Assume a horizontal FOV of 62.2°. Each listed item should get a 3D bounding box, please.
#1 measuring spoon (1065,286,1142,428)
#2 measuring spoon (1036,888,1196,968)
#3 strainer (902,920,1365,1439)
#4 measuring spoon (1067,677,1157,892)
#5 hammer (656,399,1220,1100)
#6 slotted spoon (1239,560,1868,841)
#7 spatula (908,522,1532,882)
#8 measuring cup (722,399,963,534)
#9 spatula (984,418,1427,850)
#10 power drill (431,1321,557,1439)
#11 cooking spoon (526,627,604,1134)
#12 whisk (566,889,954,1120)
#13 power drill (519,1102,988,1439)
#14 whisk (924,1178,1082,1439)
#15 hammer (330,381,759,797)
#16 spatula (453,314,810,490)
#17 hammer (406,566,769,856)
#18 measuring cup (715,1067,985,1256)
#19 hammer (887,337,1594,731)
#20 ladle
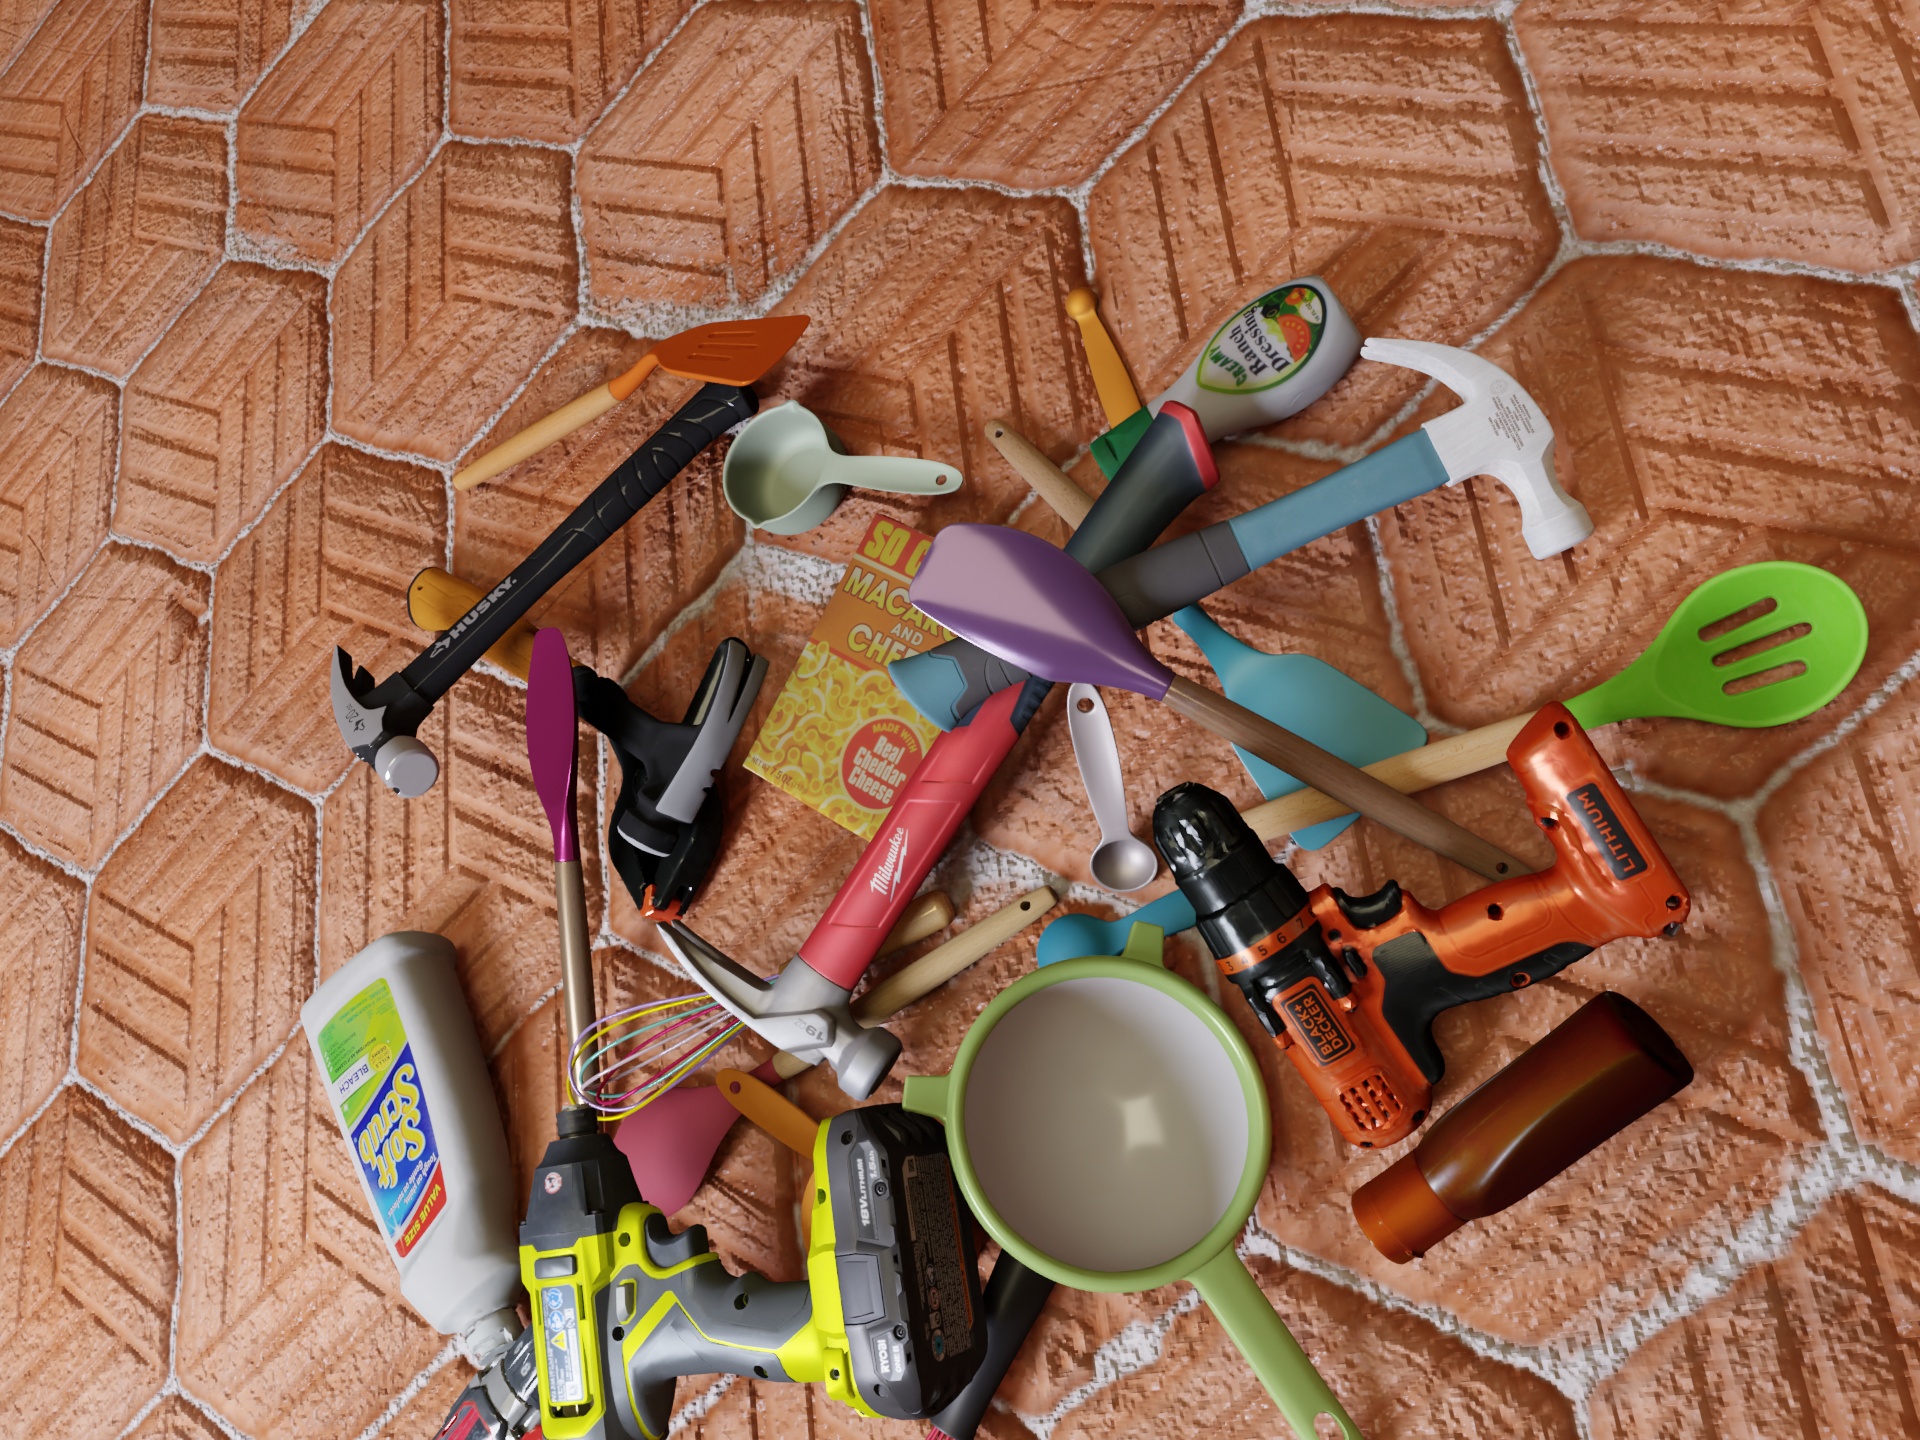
[{"bbox_3d":[0.082,-0.199,0.897,0.021,0.011,0.117,-26,65,20],"label":"measuring spoon"},{"bbox_3d":[0.092,0.100,0.796,0.128,0.021,0.042,-27,64,21],"label":"measuring spoon"},{"bbox_3d":[0.095,0.233,0.737,0.151,0.069,0.256,-31,76,-18],"label":"strainer"},{"bbox_3d":[0.072,0.031,0.789,0.034,0.124,0.018,-10,27,11],"label":"measuring spoon"},{"bbox_3d":[-0.001,-0.003,0.820,0.143,0.038,0.386,34,94,10],"label":"hammer"},{"bbox_3d":[0.245,0.008,0.730,0.314,0.031,0.070,-22,83,21],"label":"slotted spoon"},{"bbox_3d":[0.121,-0.005,0.740,0.316,0.018,0.060,30,93,7],"label":"spatula"},{"bbox_3d":[-0.065,-0.143,0.948,0.168,0.038,0.083,10,80,29],"label":"measuring cup"},{"bbox_3d":[0.106,-0.068,0.841,0.082,0.044,0.318,-47,54,11],"label":"spatula"},{"bbox_3d":[-0.186,0.416,0.827,0.227,0.080,0.188,40,96,34],"label":"power drill"},{"bbox_3d":[-0.224,0.106,0.916,0.069,0.017,0.319,-2,93,53],"label":"cooking spoon"},{"bbox_3d":[-0.112,0.157,0.873,0.245,0.051,0.047,-27,32,10],"label":"whisk"},{"bbox_3d":[-0.110,0.258,0.759,0.223,0.080,0.171,-15,75,22],"label":"power drill"},{"bbox_3d":[-0.013,0.357,0.760,0.073,0.073,0.296,22,82,32],"label":"whisk"},{"bbox_3d":[-0.253,-0.104,0.988,0.335,0.035,0.146,-46,44,-10],"label":"hammer"},{"bbox_3d":[-0.231,-0.198,1.029,0.322,0.041,0.081,-17,31,39],"label":"spatula"},{"bbox_3d":[-0.253,-0.039,0.994,0.337,0.034,0.127,28,89,40],"label":"hammer"},{"bbox_3d":[-0.070,0.230,0.814,0.174,0.052,0.095,30,94,22],"label":"measuring cup"},{"bbox_3d":[0.121,-0.077,0.765,0.331,0.033,0.128,-24,86,7],"label":"hammer"},{"bbox_3d":[-0.077,0.177,0.866,0.315,0.031,0.069,-35,61,14],"label":"ladle"}]
